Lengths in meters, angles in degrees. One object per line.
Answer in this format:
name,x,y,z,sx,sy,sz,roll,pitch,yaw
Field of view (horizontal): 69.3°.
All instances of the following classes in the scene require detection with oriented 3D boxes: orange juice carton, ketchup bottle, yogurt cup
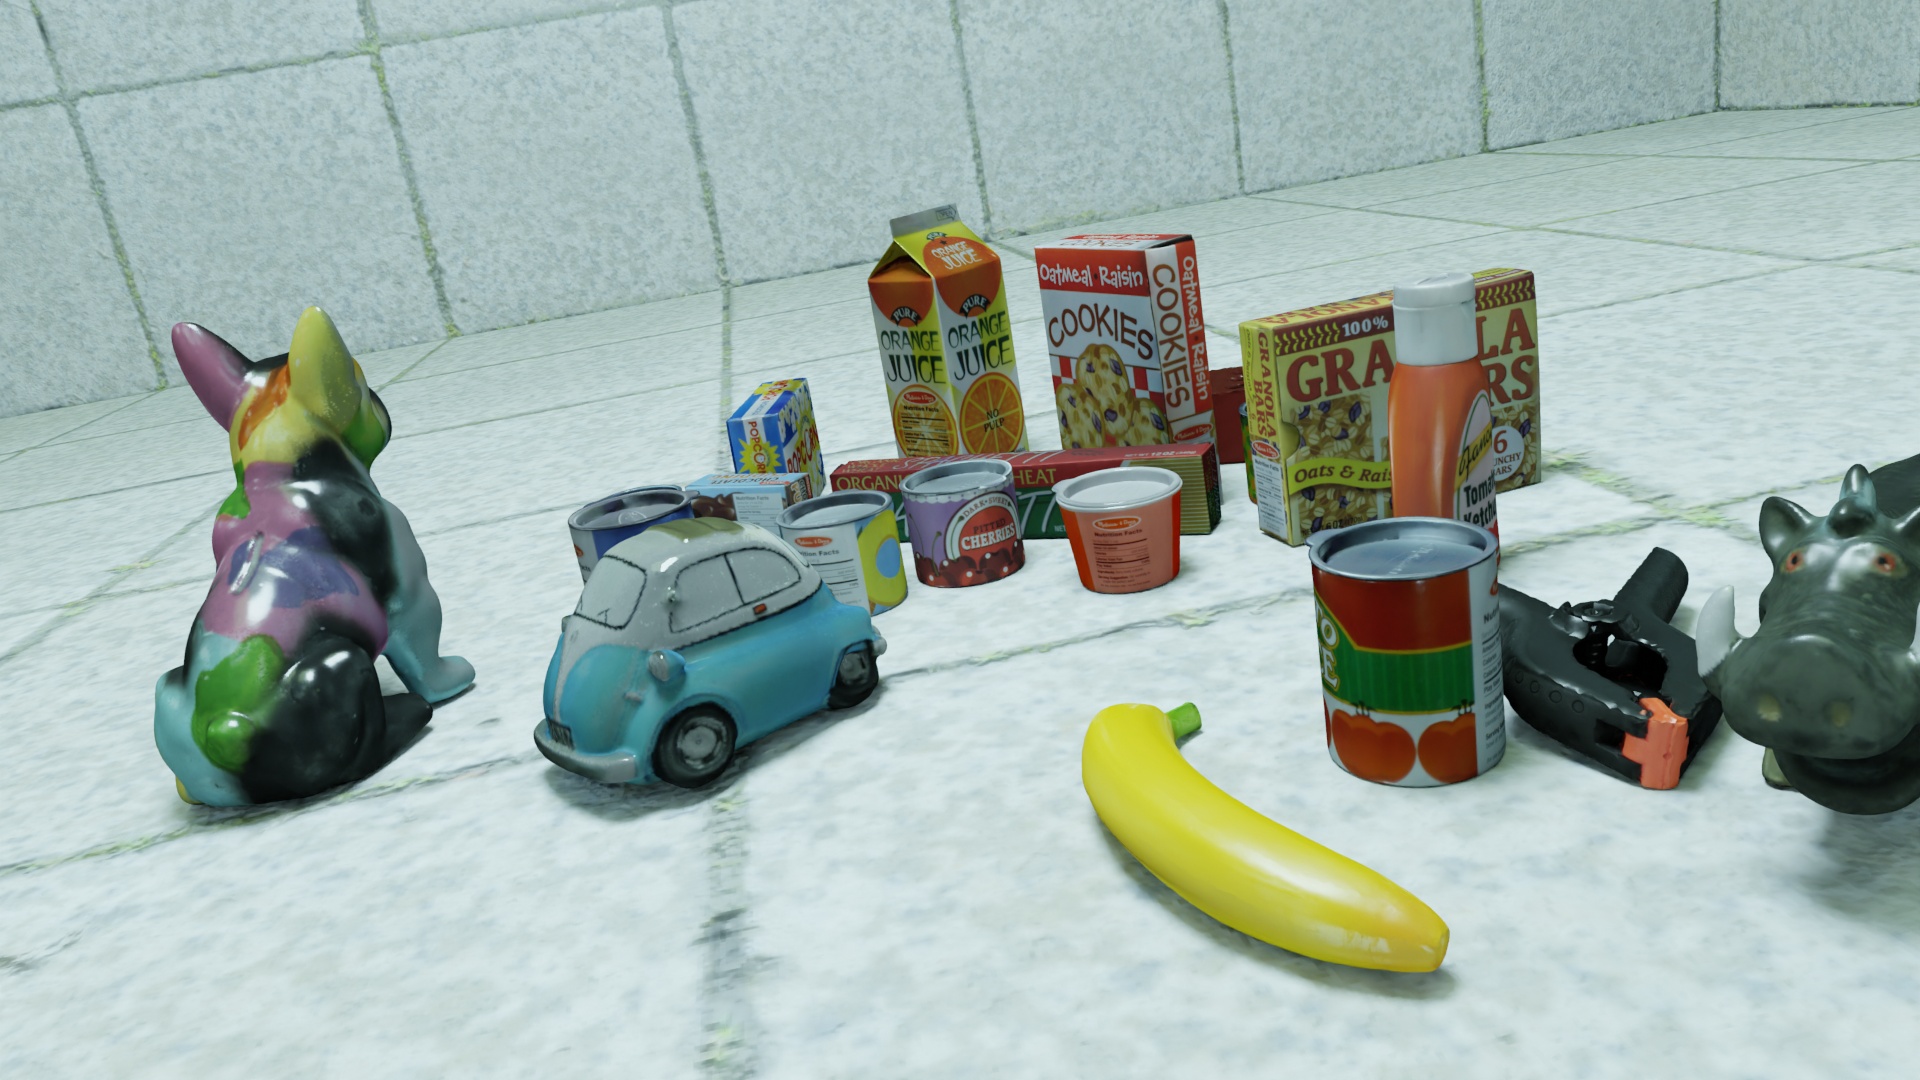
orange juice carton,-0.011,-0.145,1.016,0.073,0.192,0.072,8,24,44
ketchup bottle,0.231,-0.052,0.669,0.043,0.148,0.065,6,23,42
yogurt cup,0.089,-0.005,0.754,0.072,0.053,0.072,-9,17,3

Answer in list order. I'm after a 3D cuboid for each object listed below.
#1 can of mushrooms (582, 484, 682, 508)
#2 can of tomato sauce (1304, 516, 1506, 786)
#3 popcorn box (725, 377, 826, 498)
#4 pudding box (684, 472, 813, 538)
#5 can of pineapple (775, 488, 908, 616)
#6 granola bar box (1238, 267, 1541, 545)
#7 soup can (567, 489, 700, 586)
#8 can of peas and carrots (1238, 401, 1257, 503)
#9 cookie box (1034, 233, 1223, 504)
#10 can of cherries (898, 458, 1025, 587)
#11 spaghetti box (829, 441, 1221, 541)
can of mushrooms,-0.229,-0.015,0.985,0.071,0.033,0.071,-9,17,3
can of tomato sauce,0.166,0.040,0.521,0.071,0.082,0.071,-9,17,3
popcorn box,-0.130,-0.062,0.996,0.038,0.085,0.127,-8,17,6
pudding box,-0.138,-0.018,0.921,0.083,0.049,0.030,0,19,27
can of pineapple,-0.065,0.008,0.787,0.071,0.057,0.071,-9,17,3
granola bar box,0.245,-0.077,0.780,0.166,0.123,0.039,-14,17,-14
soup can,-0.169,0.021,0.758,0.071,0.083,0.071,-9,17,3
can of peas and carrots,0.207,-0.057,0.848,0.071,0.058,0.071,-9,17,3
cookie box,0.105,-0.107,0.877,0.040,0.167,0.123,-18,19,-25
can of cherries,0.003,-0.010,0.807,0.071,0.058,0.072,-9,17,3
spaghetti box,0.034,-0.028,0.860,0.250,0.050,0.029,-1,19,24
